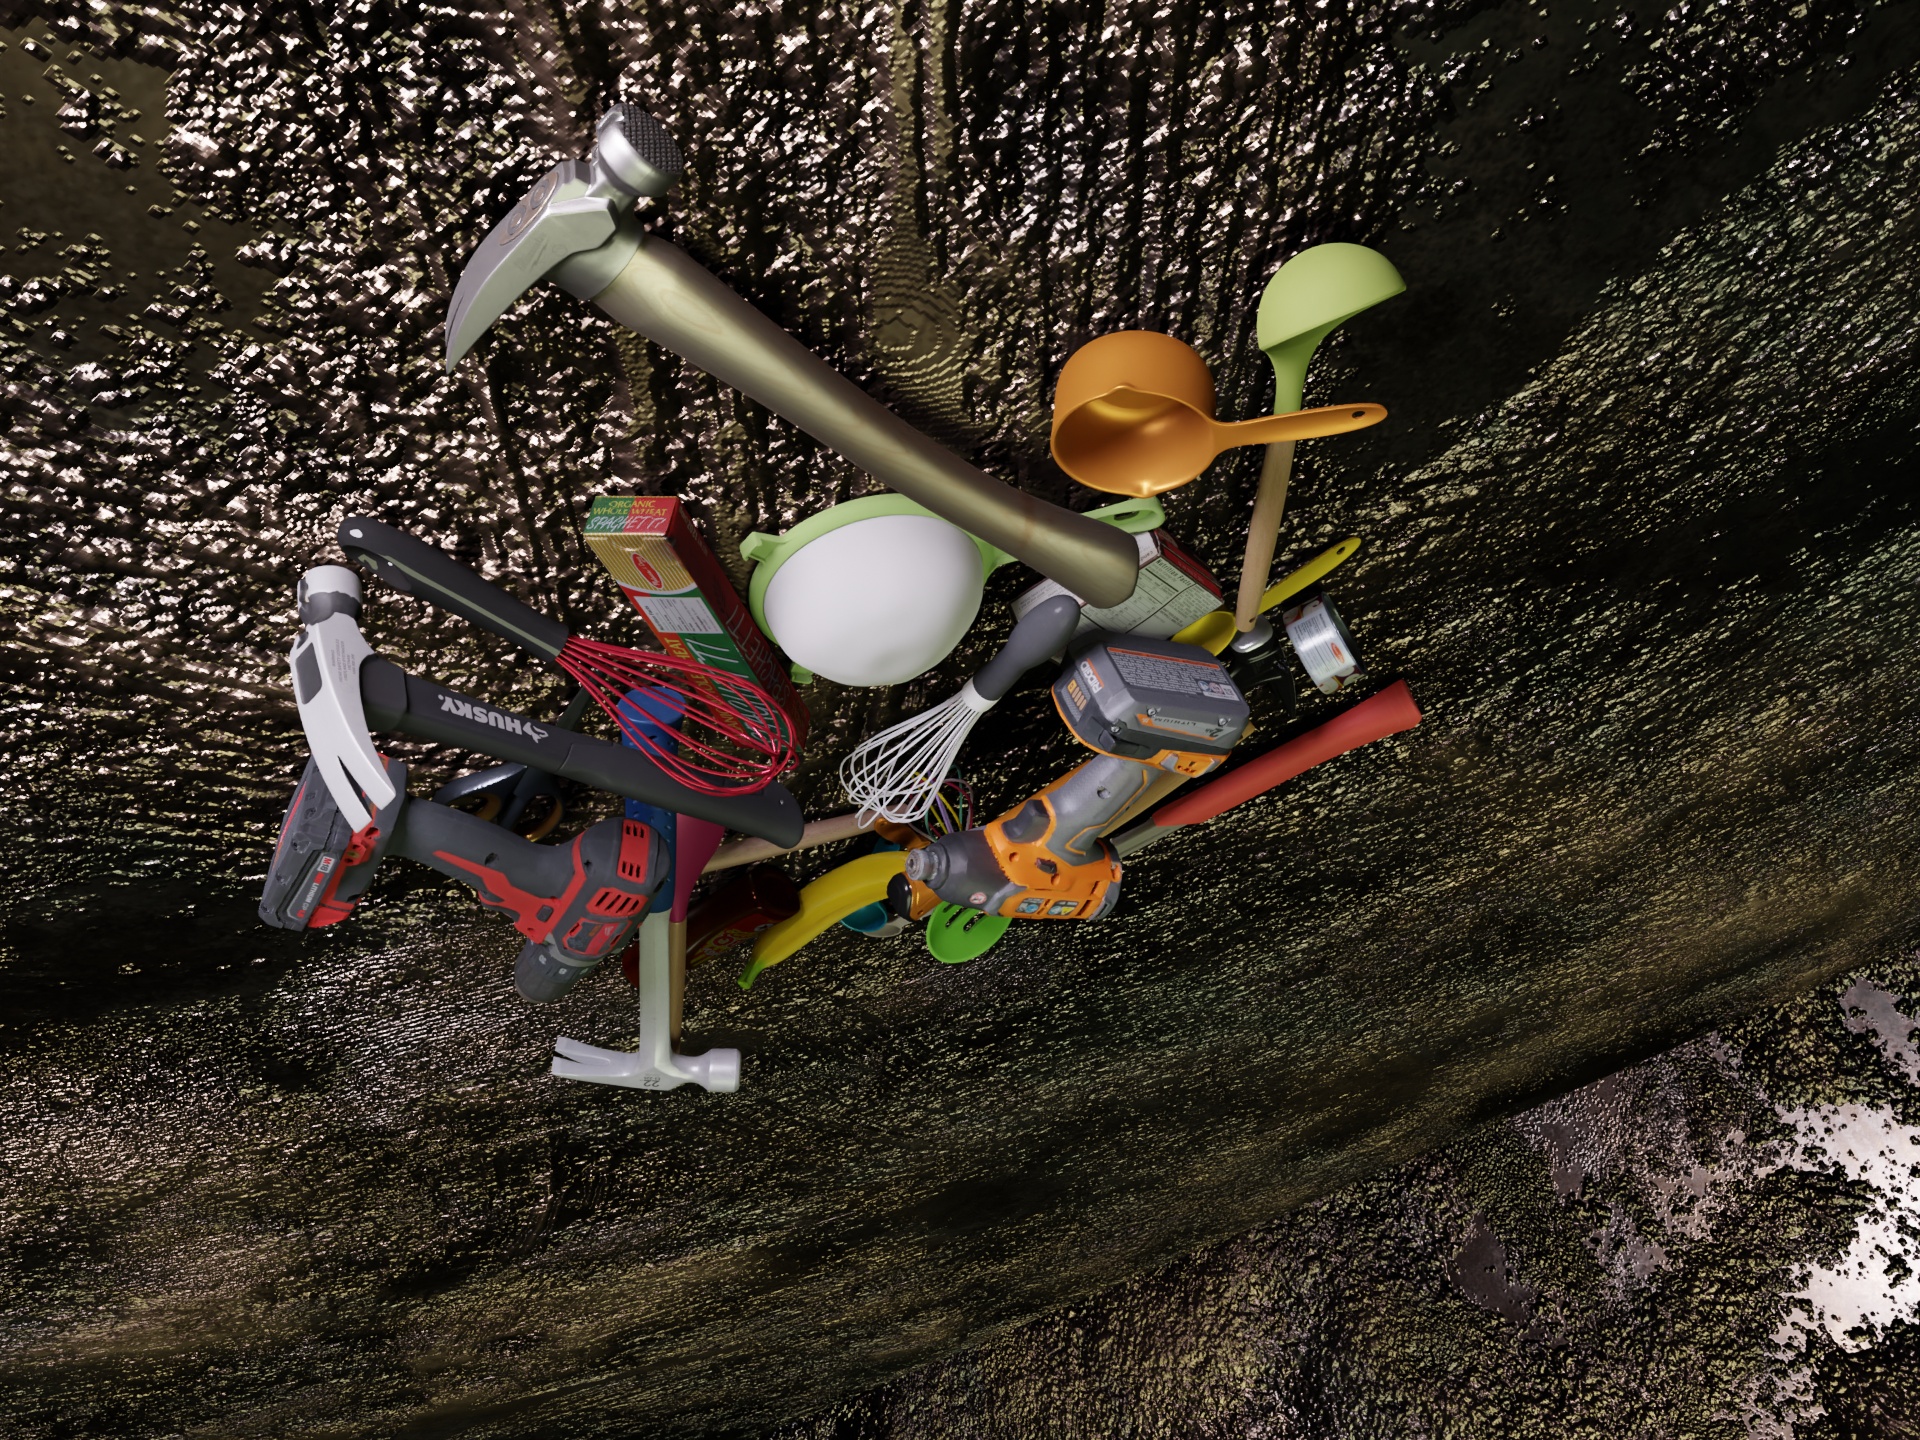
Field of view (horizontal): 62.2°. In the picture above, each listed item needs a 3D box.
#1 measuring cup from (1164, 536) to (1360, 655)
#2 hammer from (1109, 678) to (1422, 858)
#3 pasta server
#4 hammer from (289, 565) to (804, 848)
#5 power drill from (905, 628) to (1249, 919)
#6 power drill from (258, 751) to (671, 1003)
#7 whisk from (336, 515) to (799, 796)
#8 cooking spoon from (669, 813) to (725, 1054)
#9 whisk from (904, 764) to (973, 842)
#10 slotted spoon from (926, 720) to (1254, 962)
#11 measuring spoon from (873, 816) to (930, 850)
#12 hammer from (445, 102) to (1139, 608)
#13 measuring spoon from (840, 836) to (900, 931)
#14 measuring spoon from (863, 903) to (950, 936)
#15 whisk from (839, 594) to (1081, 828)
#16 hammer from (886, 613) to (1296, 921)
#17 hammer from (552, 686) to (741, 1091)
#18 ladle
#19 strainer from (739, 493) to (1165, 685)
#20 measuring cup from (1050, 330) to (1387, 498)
[{"bbox_3d":[0.199,-0.089,1.080,0.156,0.029,0.062,-32,147,0],"label":"measuring cup"},{"bbox_3d":[0.204,0.061,1.305,0.359,0.037,0.149,-29,147,20],"label":"hammer"},{"bbox_3d":[-0.191,0.097,1.173,0.316,0.040,0.060,-13,149,-16],"label":"pasta server"},{"bbox_3d":[-0.217,0.025,0.909,0.035,0.146,0.334,-38,142,26],"label":"hammer"},{"bbox_3d":[0.071,0.048,1.059,0.164,0.084,0.226,7,131,-33],"label":"power drill"},{"bbox_3d":[-0.319,0.109,1.017,0.226,0.080,0.187,19,135,-25],"label":"power drill"},{"bbox_3d":[-0.208,-0.033,0.882,0.295,0.073,0.073,32,125,-34],"label":"whisk"},{"bbox_3d":[-0.212,0.162,1.186,0.068,0.017,0.318,-9,135,-21],"label":"cooking spoon"},{"bbox_3d":[-0.005,0.094,1.253,0.047,0.051,0.244,14,158,15],"label":"whisk"},{"bbox_3d":[0.101,0.092,1.266,0.314,0.031,0.070,-35,124,9],"label":"slotted spoon"},{"bbox_3d":[-0.046,0.084,1.215,0.021,0.011,0.116,-23,162,8],"label":"measuring spoon"},{"bbox_3d":[-0.054,-0.141,0.807,0.146,0.038,0.410,-34,139,29],"label":"hammer"},{"bbox_3d":[-0.069,0.126,1.291,0.042,0.021,0.128,15,133,-7],"label":"measuring spoon"},{"bbox_3d":[-0.037,0.155,1.332,0.034,0.018,0.124,20,144,-38],"label":"measuring spoon"},{"bbox_3d":[-0.002,-0.002,1.043,0.070,0.070,0.284,3,151,-31],"label":"whisk"},{"bbox_3d":[0.094,0.046,1.162,0.337,0.034,0.127,-34,148,4],"label":"hammer"},{"bbox_3d":[-0.223,0.137,1.123,0.144,0.035,0.405,3,133,-7],"label":"hammer"},{"bbox_3d":[0.192,-0.145,0.927,0.078,0.062,0.319,-25,149,-15],"label":"ladle"},{"bbox_3d":[0.004,-0.075,0.948,0.256,0.069,0.151,-15,149,-2],"label":"strainer"},{"bbox_3d":[0.134,-0.169,0.839,0.173,0.052,0.095,-5,151,13],"label":"measuring cup"}]
